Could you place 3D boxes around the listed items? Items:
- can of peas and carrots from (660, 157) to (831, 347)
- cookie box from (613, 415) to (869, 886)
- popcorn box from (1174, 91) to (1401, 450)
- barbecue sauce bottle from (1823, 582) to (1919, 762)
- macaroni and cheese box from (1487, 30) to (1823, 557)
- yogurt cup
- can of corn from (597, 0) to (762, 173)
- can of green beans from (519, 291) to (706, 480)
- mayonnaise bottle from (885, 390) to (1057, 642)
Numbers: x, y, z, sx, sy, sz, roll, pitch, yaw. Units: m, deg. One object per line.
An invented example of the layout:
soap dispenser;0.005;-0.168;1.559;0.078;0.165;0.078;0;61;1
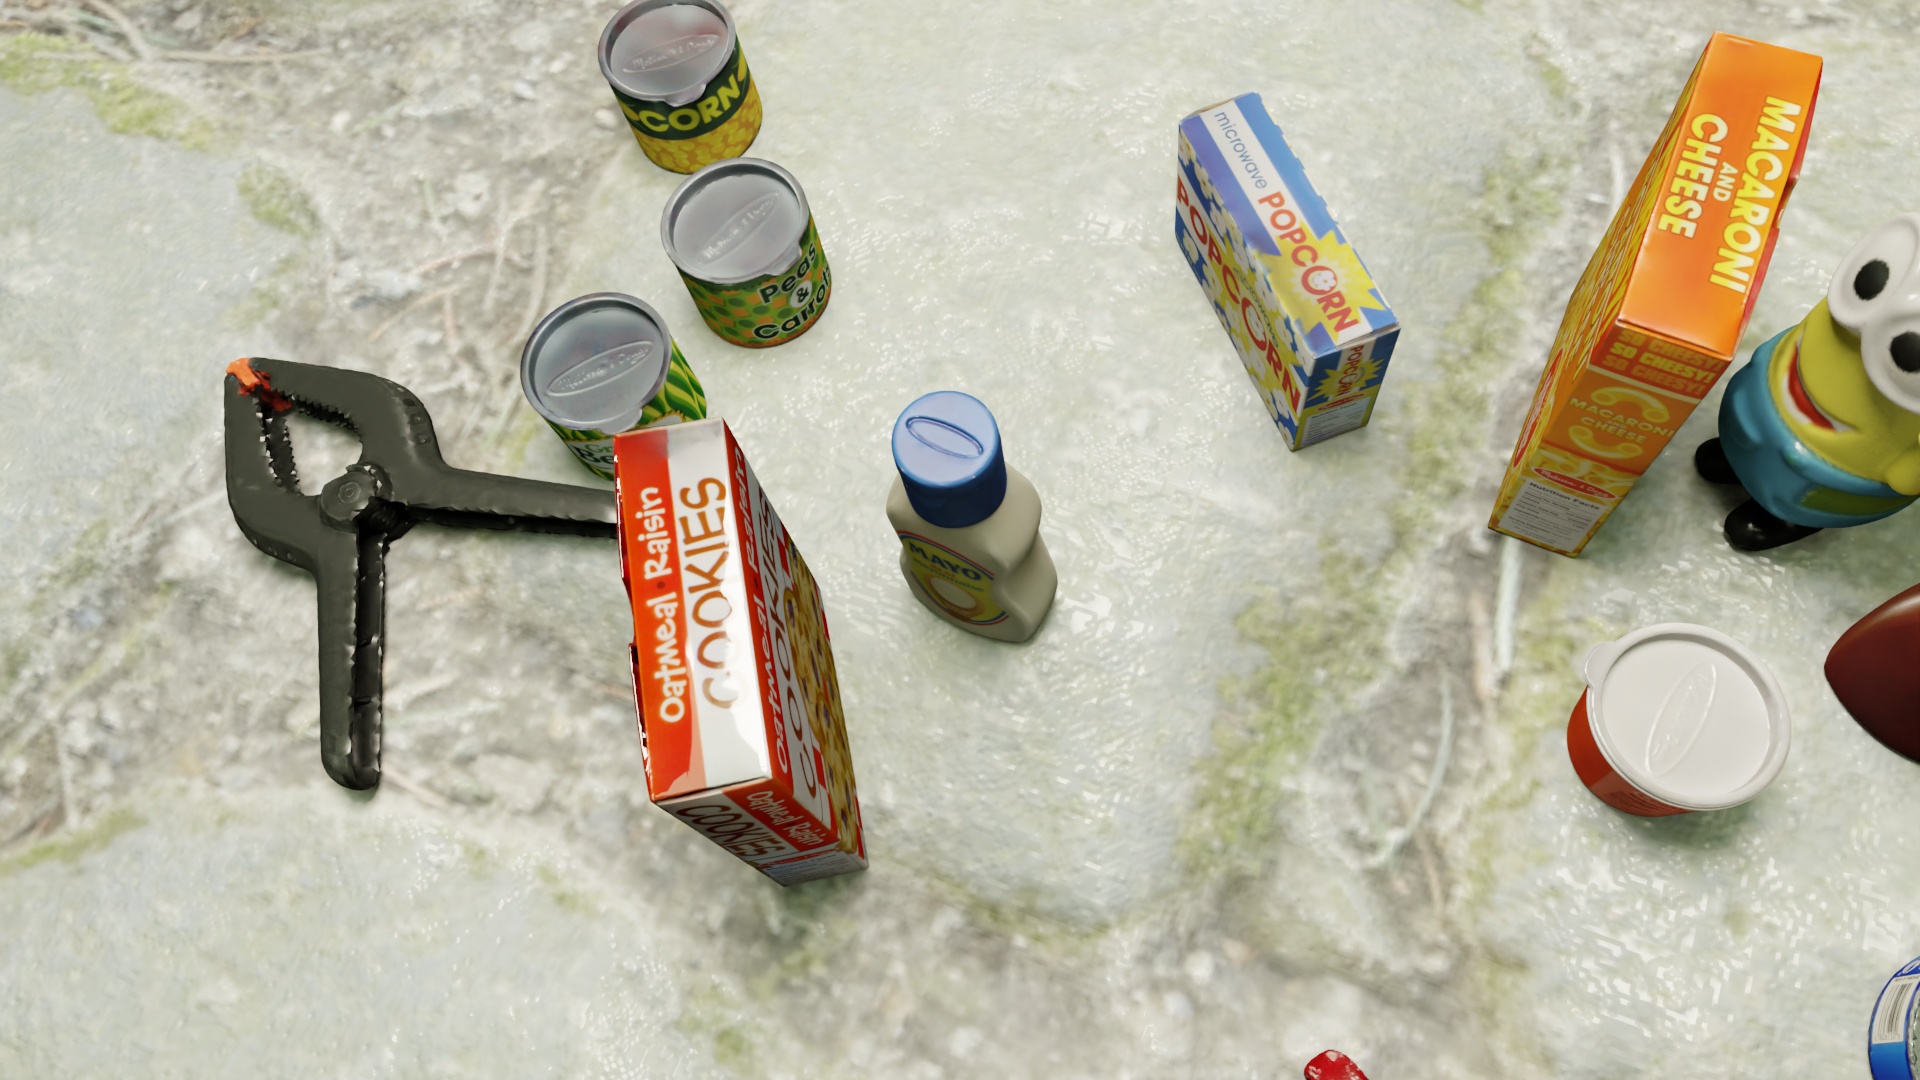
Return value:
can of peas and carrots;-0.094;-0.128;0.631;0.071;0.058;0.071;-2;68;6
cookie box;-0.075;0.048;0.497;0.040;0.167;0.123;-13;67;1
popcorn box;0.132;-0.112;0.585;0.038;0.085;0.127;-22;67;-3
barbecue sauce bottle;0.354;0.033;0.465;0.044;0.148;0.065;-40;69;-10
macaroni and cheese box;0.252;-0.082;0.515;0.040;0.166;0.124;21;72;14
yogurt cup;0.259;0.070;0.512;0.072;0.053;0.072;-2;68;6
can of corn;-0.134;-0.220;0.674;0.071;0.058;0.071;-2;68;6
can of green beans;-0.151;-0.066;0.612;0.071;0.057;0.071;-2;68;6
mayonnaise bottle;0.002;-0.007;0.521;0.065;0.147;0.041;24;73;15
